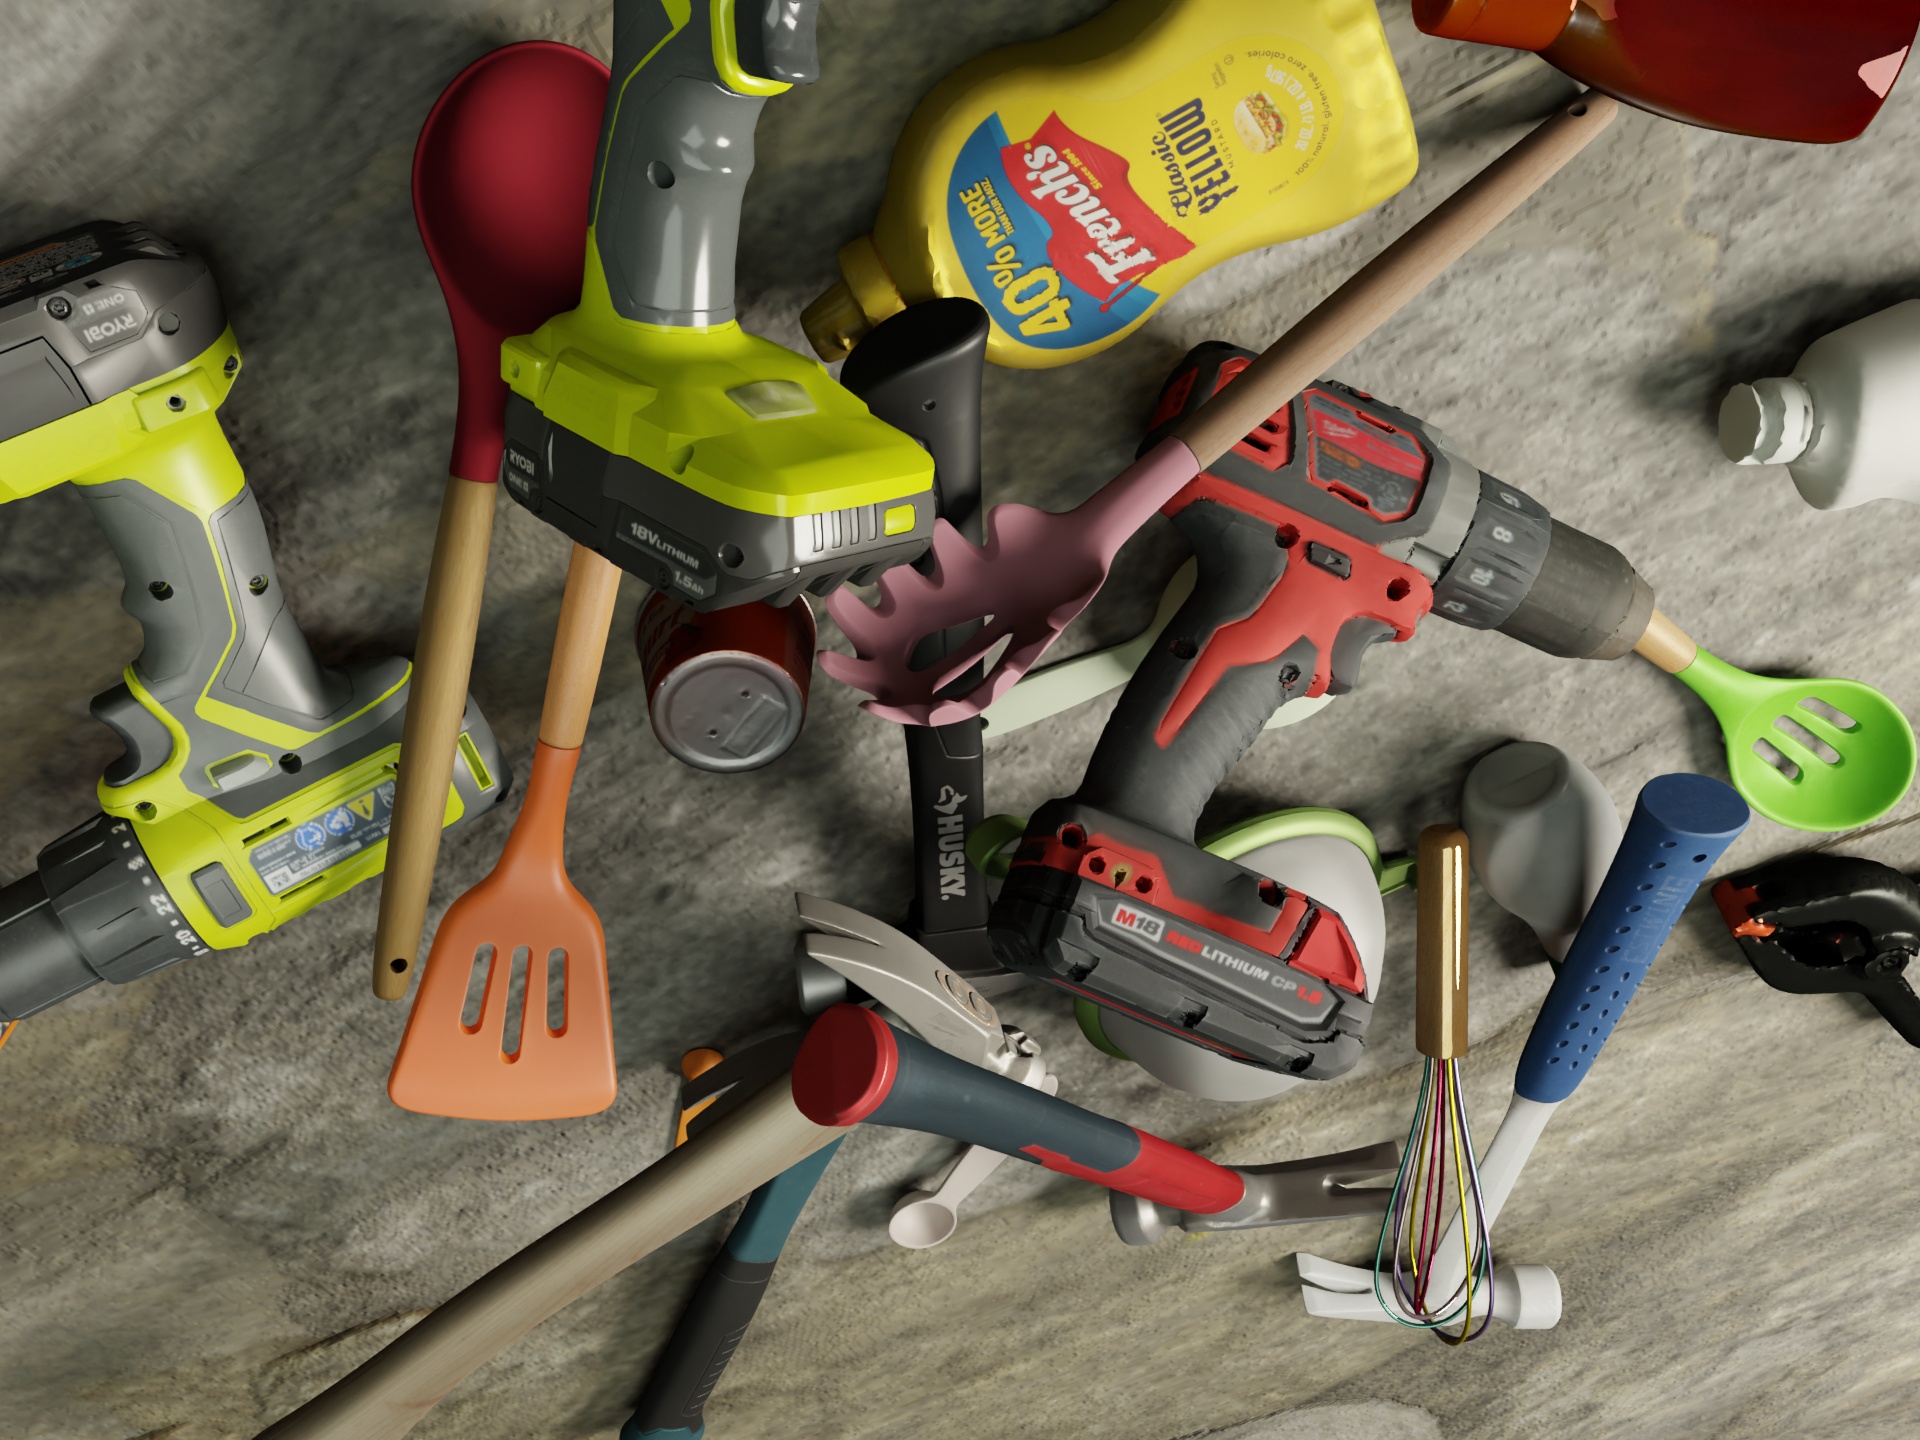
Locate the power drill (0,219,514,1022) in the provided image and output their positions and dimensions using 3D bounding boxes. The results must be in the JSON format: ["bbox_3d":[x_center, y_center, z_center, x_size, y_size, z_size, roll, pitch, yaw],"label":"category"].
[{"bbox_3d":[-0.272,-0.020,0.504,0.190,0.080,0.228,-29,127,-19],"label":"power drill"}]

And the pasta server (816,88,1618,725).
[{"bbox_3d":[0.089,-0.103,0.491,0.316,0.060,0.040,-40,154,-7],"label":"pasta server"}]

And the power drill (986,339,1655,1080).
[{"bbox_3d":[0.124,0.003,0.536,0.188,0.080,0.227,23,79,-7],"label":"power drill"}]

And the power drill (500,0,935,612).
[{"bbox_3d":[-0.054,-0.150,0.408,0.080,0.171,0.223,-19,128,-42],"label":"power drill"}]

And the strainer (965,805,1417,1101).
[{"bbox_3d":[0.096,0.095,0.629,0.151,0.069,0.256,-46,139,15],"label":"strainer"}]

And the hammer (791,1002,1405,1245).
[{"bbox_3d":[0.065,0.167,0.631,0.143,0.038,0.385,-14,153,23],"label":"hammer"}]

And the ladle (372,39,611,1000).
[{"bbox_3d":[-0.159,-0.052,0.510,0.069,0.031,0.315,6,107,-30],"label":"ladle"}]

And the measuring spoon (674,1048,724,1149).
[{"bbox_3d":[-0.124,0.200,0.752,0.021,0.011,0.116,3,124,-11],"label":"measuring spoon"}]

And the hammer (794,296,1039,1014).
[{"bbox_3d":[-0.001,-0.002,0.580,0.146,0.035,0.334,-7,136,-5],"label":"hammer"}]

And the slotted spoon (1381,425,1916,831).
[{"bbox_3d":[0.273,-0.039,0.635,0.313,0.031,0.070,29,116,-23],"label":"slotted spoon"}]

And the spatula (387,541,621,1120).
[{"bbox_3d":[-0.130,-0.012,0.540,0.081,0.041,0.322,8,109,-23],"label":"spatula"}]

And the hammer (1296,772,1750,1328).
[{"bbox_3d":[0.264,0.179,0.745,0.144,0.035,0.405,1,133,-3],"label":"hammer"}]

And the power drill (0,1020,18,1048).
[{"bbox_3d":[-0.389,0.062,0.523,0.084,0.164,0.226,-1,123,-2],"label":"power drill"}]

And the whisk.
[{"bbox_3d":[0.208,0.163,0.698,0.051,0.047,0.245,0,104,16],"label":"whisk"}]

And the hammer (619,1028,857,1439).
[{"bbox_3d":[-0.105,0.268,0.787,0.128,0.033,0.330,10,125,-24],"label":"hammer"}]

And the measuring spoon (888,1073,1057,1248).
[{"bbox_3d":[0.007,0.214,0.784,0.034,0.018,0.124,30,109,-26],"label":"measuring spoon"}]

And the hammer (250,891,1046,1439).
[{"bbox_3d":[-0.165,0.223,0.683,0.410,0.038,0.146,-36,129,13],"label":"hammer"}]

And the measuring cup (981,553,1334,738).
[{"bbox_3d":[0.074,-0.016,0.613,0.167,0.038,0.083,-21,126,7],"label":"measuring cup"}]
